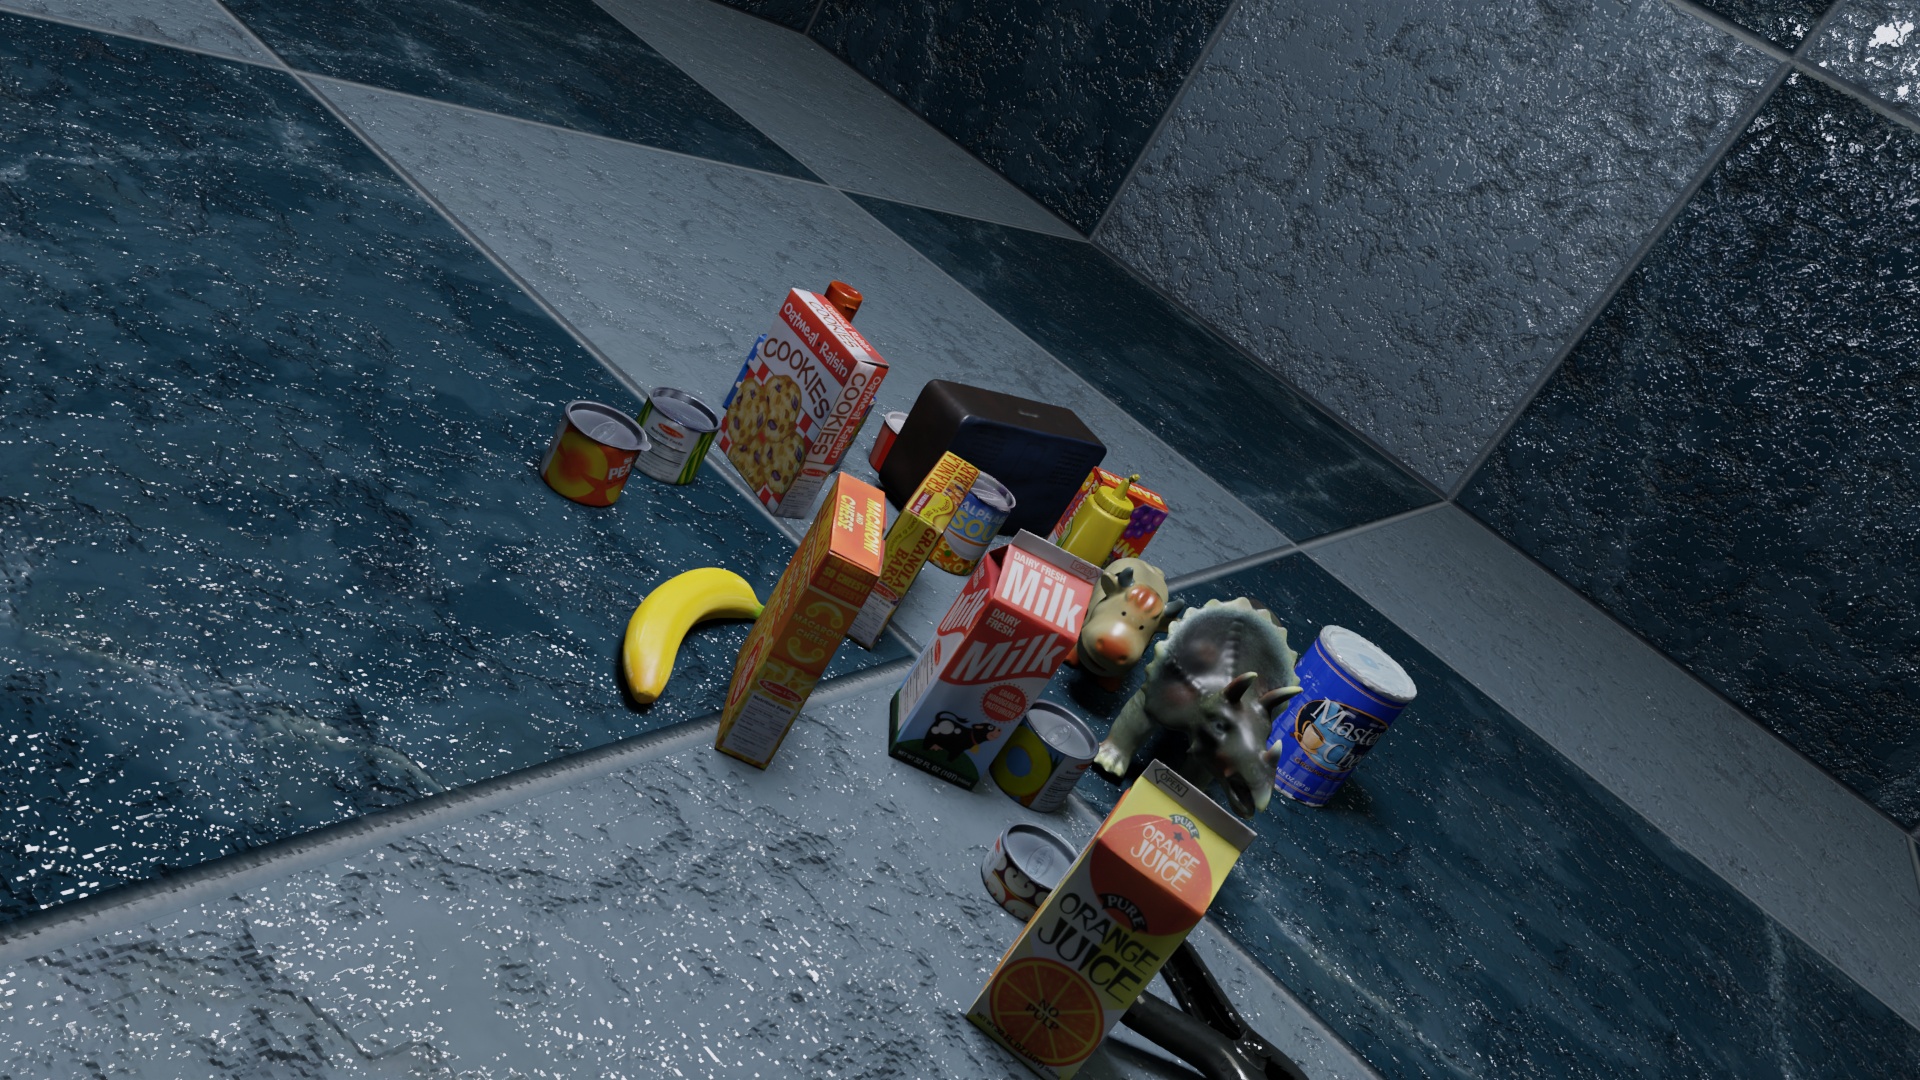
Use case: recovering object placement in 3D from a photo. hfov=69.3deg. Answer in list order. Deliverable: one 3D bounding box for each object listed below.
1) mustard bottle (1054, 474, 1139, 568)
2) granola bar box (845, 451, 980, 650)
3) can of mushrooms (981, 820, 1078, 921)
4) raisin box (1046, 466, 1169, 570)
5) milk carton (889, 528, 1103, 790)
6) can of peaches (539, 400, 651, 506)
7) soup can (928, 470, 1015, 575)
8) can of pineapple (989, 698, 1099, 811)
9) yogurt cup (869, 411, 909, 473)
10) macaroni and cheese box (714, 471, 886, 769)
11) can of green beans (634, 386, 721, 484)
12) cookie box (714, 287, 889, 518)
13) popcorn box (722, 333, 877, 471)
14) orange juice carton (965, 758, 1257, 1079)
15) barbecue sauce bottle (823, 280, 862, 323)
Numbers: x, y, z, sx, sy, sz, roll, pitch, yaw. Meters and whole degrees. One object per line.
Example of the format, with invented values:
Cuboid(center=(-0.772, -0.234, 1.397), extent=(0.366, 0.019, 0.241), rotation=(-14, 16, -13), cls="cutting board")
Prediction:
Cuboid(center=(0.126, -0.004, 1.354), extent=(0.049, 0.159, 0.065), rotation=(31, 22, -4), cls="mustard bottle")
Cuboid(center=(-0.043, 0.004, 1.166), extent=(0.039, 0.123, 0.166), rotation=(32, 22, -1), cls="granola bar box")
Cuboid(center=(0.051, 0.227, 0.944), extent=(0.071, 0.033, 0.071), rotation=(27, 23, -12), cls="can of mushrooms")
Cuboid(center=(0.144, -0.005, 1.429), extent=(0.086, 0.123, 0.040), rotation=(23, 23, -21), cls="raisin box")
Cuboid(center=(0.024, 0.080, 1.007), extent=(0.072, 0.189, 0.074), rotation=(26, 22, -14), cls="milk carton")
Cuboid(center=(-0.286, -0.067, 1.086), extent=(0.071, 0.058, 0.071), rotation=(27, 22, -12), cls="can of peaches")
Cuboid(center=(0.005, -0.017, 1.324), extent=(0.071, 0.083, 0.071), rotation=(27, 22, -12), cls="soup can")
Cuboid(center=(0.062, 0.163, 1.060), extent=(0.071, 0.057, 0.071), rotation=(27, 22, -12), cls="can of pineapple")
Cuboid(center=(-0.059, -0.094, 1.442), extent=(0.072, 0.053, 0.073), rotation=(27, 23, -12), cls="yogurt cup")
Cuboid(center=(-0.104, 0.052, 0.932), extent=(0.040, 0.165, 0.124), rotation=(27, 22, -14), cls="macaroni and cheese box")
Cuboid(center=(-0.246, -0.089, 1.185), extent=(0.071, 0.057, 0.071), rotation=(27, 22, -12), cls="can of green beans")
Cuboid(center=(-0.144, -0.122, 1.241), extent=(0.040, 0.166, 0.123), rotation=(7, 33, -46), cls="cookie box")
Cuboid(center=(-0.157, -0.135, 1.360), extent=(0.127, 0.085, 0.038), rotation=(34, 22, 4), cls="popcorn box")
Cuboid(center=(0.089, 0.217, 0.805), extent=(0.072, 0.192, 0.073), rotation=(36, 22, 10), cls="orange juice carton")
Cuboid(center=(-0.148, -0.190, 1.402), extent=(0.065, 0.148, 0.044), rotation=(12, 29, -41), cls="barbecue sauce bottle")
